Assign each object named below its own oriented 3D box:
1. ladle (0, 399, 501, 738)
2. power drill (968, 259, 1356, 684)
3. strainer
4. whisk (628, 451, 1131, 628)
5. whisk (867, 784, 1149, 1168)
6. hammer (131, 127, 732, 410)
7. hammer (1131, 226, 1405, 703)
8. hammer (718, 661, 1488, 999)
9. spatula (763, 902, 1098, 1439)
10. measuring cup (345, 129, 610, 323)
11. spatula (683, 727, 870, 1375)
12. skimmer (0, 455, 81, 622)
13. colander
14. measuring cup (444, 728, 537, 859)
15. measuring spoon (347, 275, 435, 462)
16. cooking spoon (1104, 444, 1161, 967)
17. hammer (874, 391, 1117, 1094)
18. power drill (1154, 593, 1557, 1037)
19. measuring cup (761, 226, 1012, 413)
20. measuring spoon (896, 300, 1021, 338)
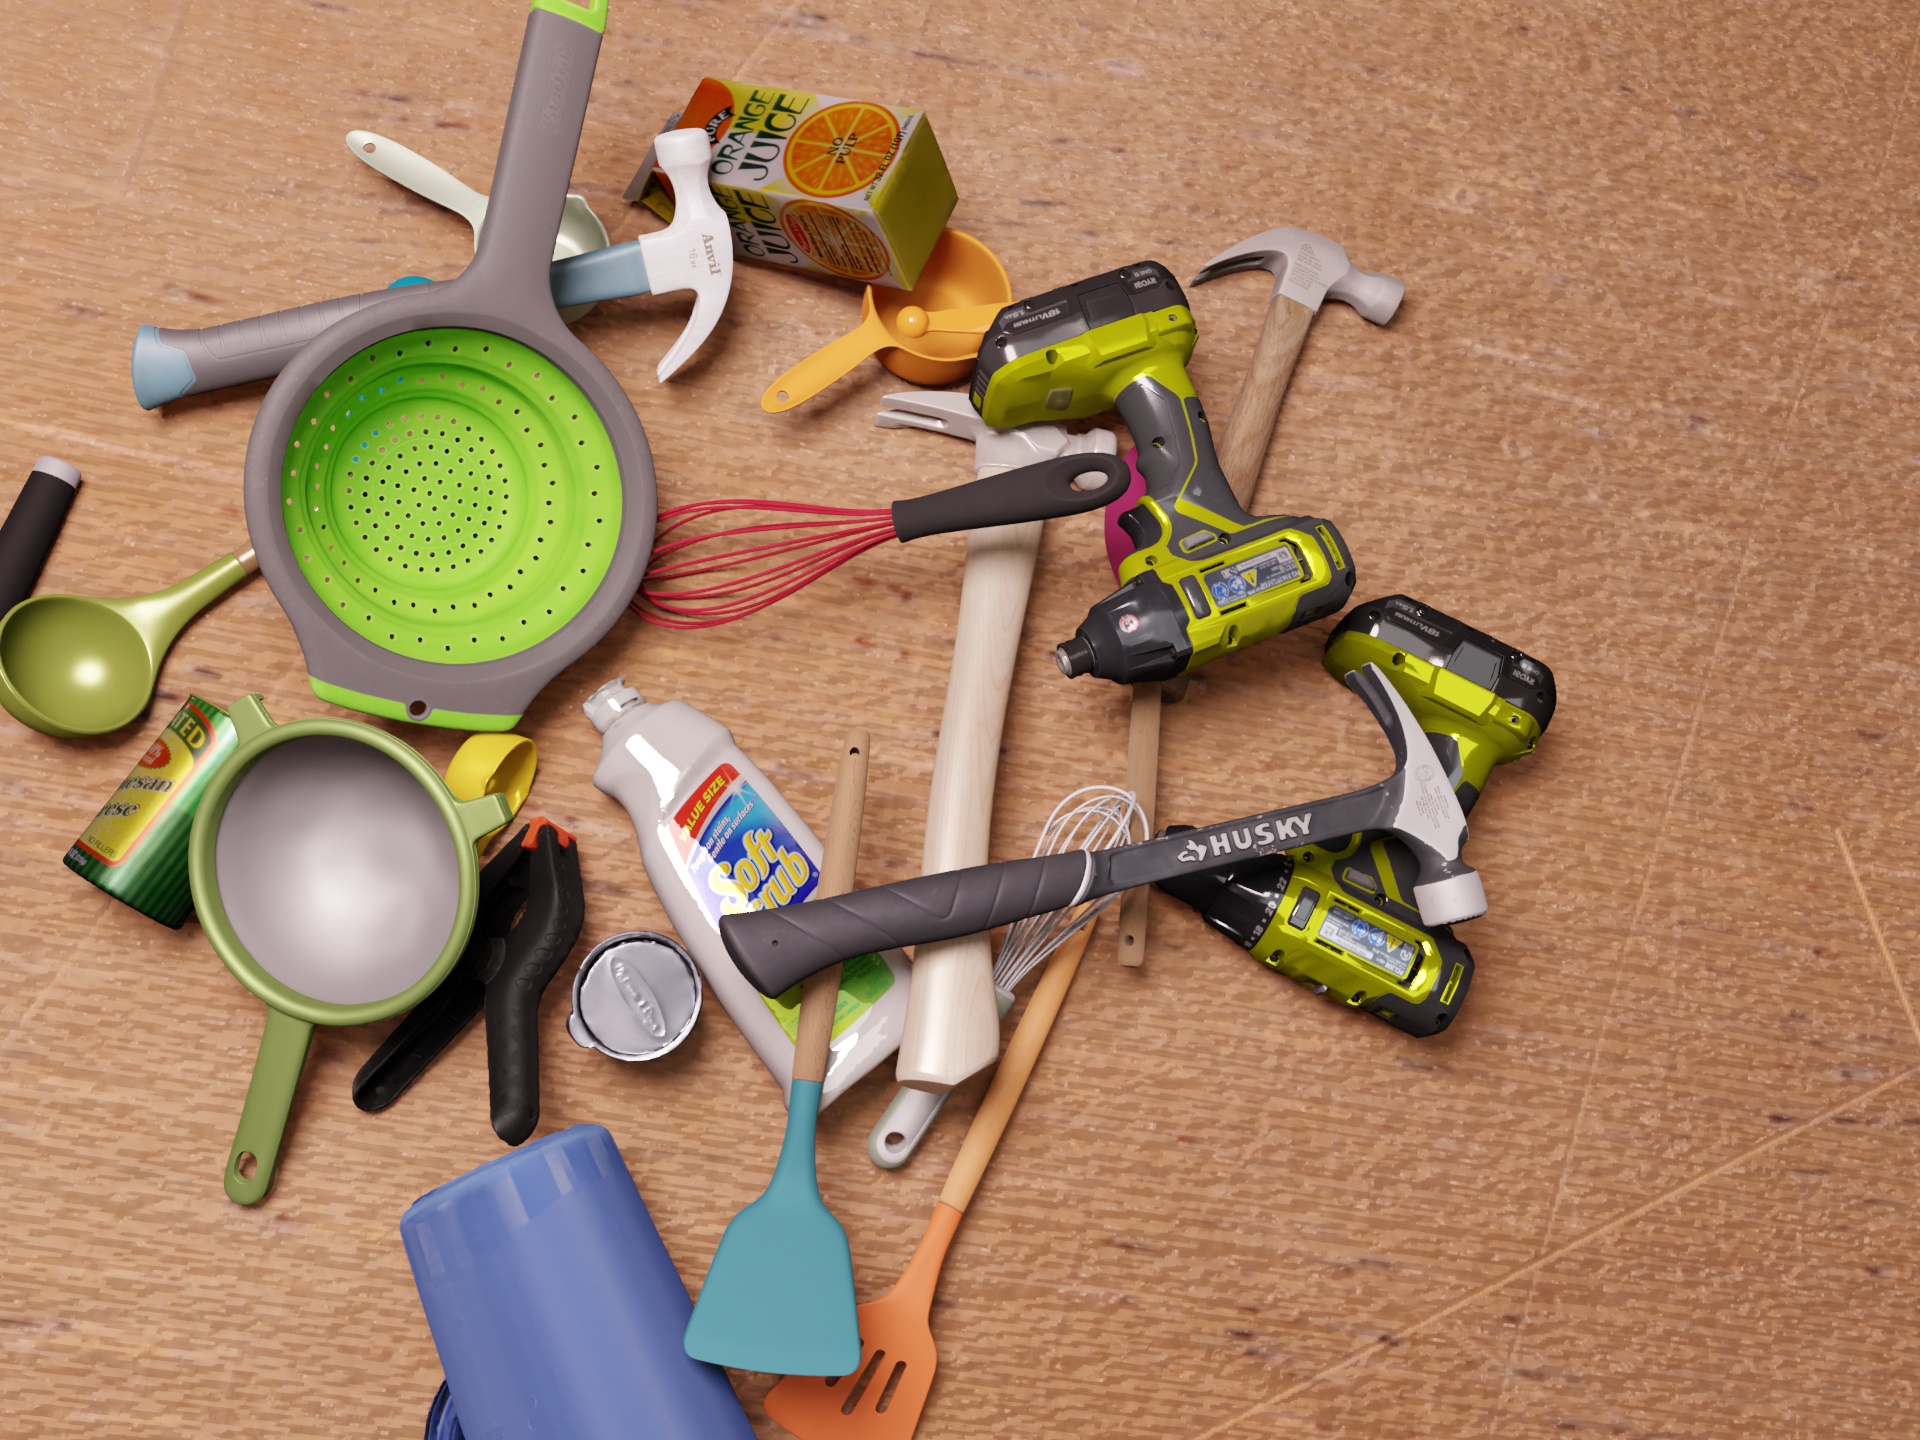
[{"bbox_3d":[-0.365,-0.101,0.858,0.320,0.062,0.078,-39,105,-20],"label":"ladle"},{"bbox_3d":[0.099,-0.134,0.899,0.171,0.080,0.223,-21,75,-13],"label":"power drill"},{"bbox_3d":[-0.314,0.119,0.800,0.151,0.069,0.256,21,100,7],"label":"strainer"},{"bbox_3d":[-0.052,-0.104,0.869,0.296,0.073,0.073,-11,78,12],"label":"whisk"},{"bbox_3d":[0.025,0.140,0.869,0.058,0.059,0.246,35,86,-5],"label":"whisk"},{"bbox_3d":[-0.287,-0.228,0.876,0.331,0.033,0.128,-14,117,-7],"label":"hammer"},{"bbox_3d":[0.172,-0.165,0.994,0.130,0.031,0.331,24,74,-6],"label":"hammer"},{"bbox_3d":[0.078,0.072,0.824,0.409,0.036,0.149,-11,80,-17],"label":"hammer"},{"bbox_3d":[0.003,0.244,0.870,0.081,0.041,0.323,29,69,-3],"label":"spatula"},{"bbox_3d":[-0.282,-0.290,0.929,0.167,0.038,0.083,30,73,-1],"label":"measuring cup"},{"bbox_3d":[-0.071,0.153,0.793,0.082,0.044,0.318,7,73,-1],"label":"spatula"},{"bbox_3d":[-0.544,0.016,0.775,0.127,0.090,0.363,9,70,23],"label":"skimmer"},{"bbox_3d":[-0.253,-0.198,0.838,0.204,0.094,0.397,12,93,-31],"label":"colander"},{"bbox_3d":[-0.275,0.075,0.843,0.029,0.062,0.156,26,84,8],"label":"measuring cup"},{"bbox_3d":[-0.327,-0.200,0.905,0.042,0.021,0.129,20,74,-6],"label":"measuring spoon"},{"bbox_3d":[0.109,-0.017,0.924,0.069,0.017,0.319,0,75,20],"label":"cooking spoon"},{"bbox_3d":[-0.001,-0.003,0.883,0.146,0.038,0.411,11,65,-7],"label":"hammer"},{"bbox_3d":[0.232,0.047,0.934,0.190,0.080,0.228,27,76,4],"label":"power drill"},{"bbox_3d":[-0.049,-0.223,0.953,0.173,0.052,0.095,-36,86,-15],"label":"measuring cup"},{"bbox_3d":[0.020,-0.238,0.936,0.117,0.011,0.021,-6,78,-13],"label":"measuring spoon"}]
